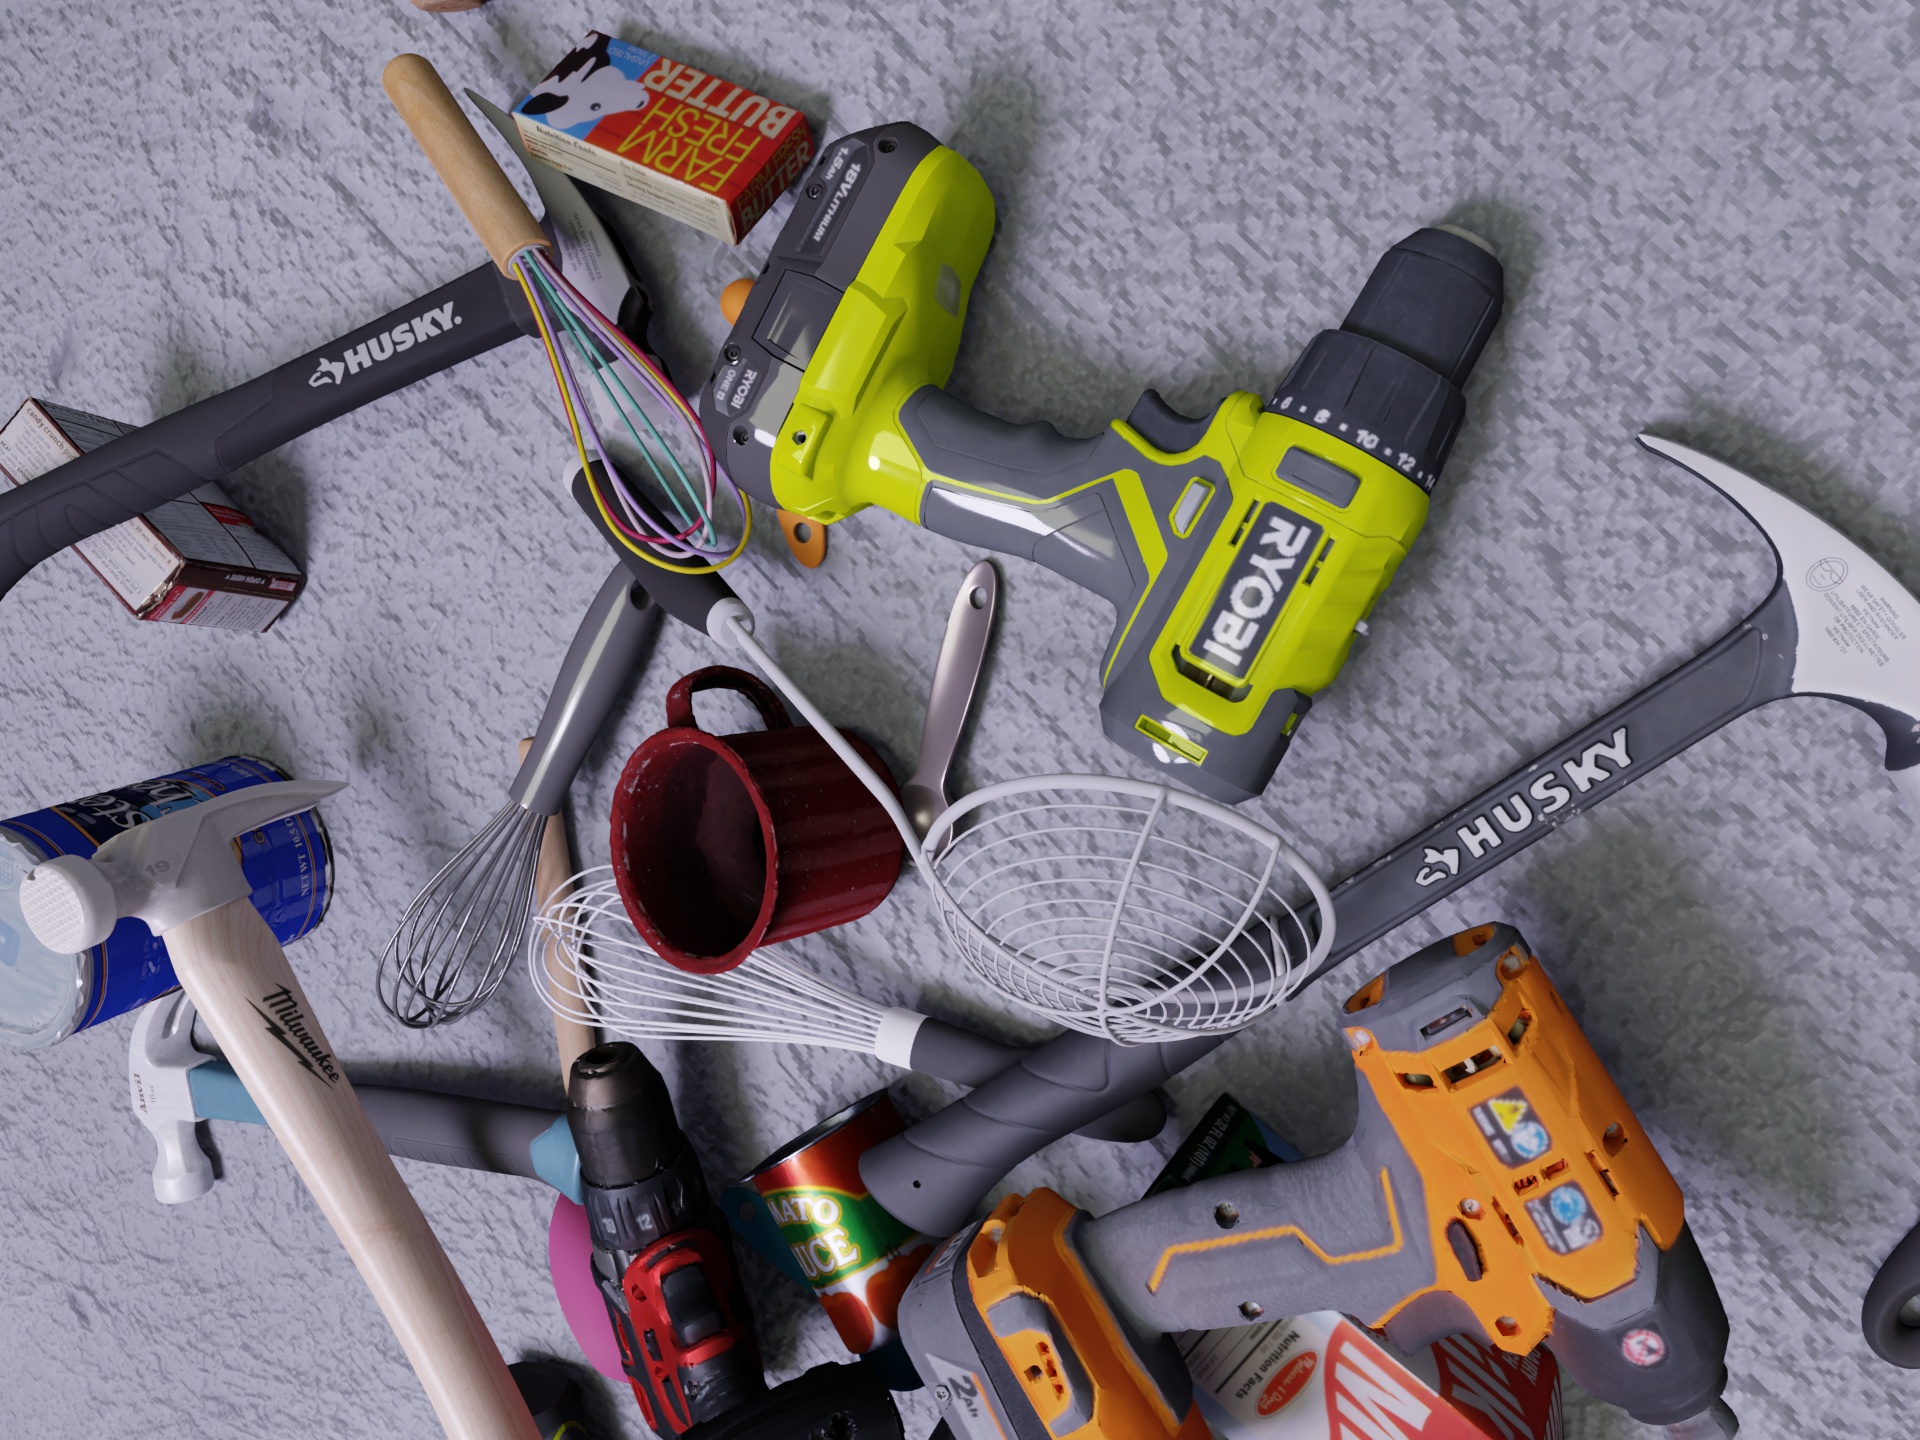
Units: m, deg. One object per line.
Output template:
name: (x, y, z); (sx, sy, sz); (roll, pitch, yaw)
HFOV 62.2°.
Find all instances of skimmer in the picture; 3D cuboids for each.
skimmer: (-0.027, -0.017, 0.570); (0.364, 0.090, 0.127); (44, 161, 35)

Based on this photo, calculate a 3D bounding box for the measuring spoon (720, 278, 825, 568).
measuring spoon: (-0.074, -0.117, 0.628); (0.021, 0.011, 0.117); (-11, 97, 27)

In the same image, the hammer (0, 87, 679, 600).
hammer: (-0.288, -0.131, 0.653); (0.335, 0.035, 0.146); (-22, 85, 8)

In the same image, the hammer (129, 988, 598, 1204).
hammer: (-0.300, 0.196, 0.787); (0.331, 0.033, 0.128); (-1, 101, 30)

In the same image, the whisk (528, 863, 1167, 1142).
whisk: (-0.053, 0.119, 0.652); (0.285, 0.070, 0.070); (14, 108, 17)

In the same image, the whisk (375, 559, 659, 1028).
whisk: (-0.185, 0.032, 0.681); (0.055, 0.055, 0.239); (31, 100, 16)

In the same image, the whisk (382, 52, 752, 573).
whisk: (-0.152, -0.153, 0.585); (0.047, 0.051, 0.245); (-34, 77, 0)

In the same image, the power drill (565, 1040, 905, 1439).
power drill: (-0.097, 0.243, 0.624); (0.227, 0.080, 0.187); (26, 131, 61)

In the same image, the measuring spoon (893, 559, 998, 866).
measuring spoon: (-0.001, -0.002, 0.621); (0.034, 0.018, 0.124); (23, 105, 35)

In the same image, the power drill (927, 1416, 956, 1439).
power drill: (0.088, 0.354, 0.611); (0.226, 0.084, 0.185); (26, 137, 20)

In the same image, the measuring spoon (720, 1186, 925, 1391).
measuring spoon: (-0.056, 0.246, 0.702); (0.129, 0.021, 0.042); (30, 79, 26)

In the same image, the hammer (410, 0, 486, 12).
hammer: (-0.227, -0.440, 0.582); (0.031, 0.130, 0.331); (0, 110, 21)

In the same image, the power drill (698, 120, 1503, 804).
power drill: (0.046, -0.106, 0.530); (0.228, 0.080, 0.190); (30, 97, 15)

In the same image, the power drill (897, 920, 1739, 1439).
power drill: (0.113, 0.186, 0.495); (0.226, 0.084, 0.164); (-33, 84, 15)

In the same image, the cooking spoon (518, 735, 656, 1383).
cooking spoon: (-0.176, 0.163, 0.738); (0.069, 0.017, 0.319); (1, 103, 30)

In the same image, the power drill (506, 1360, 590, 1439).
power drill: (-0.140, 0.415, 0.750); (0.223, 0.080, 0.171); (5, 104, 28)

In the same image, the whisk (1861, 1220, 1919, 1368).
whisk: (0.343, 0.082, 0.453); (0.073, 0.073, 0.295); (27, 119, 18)

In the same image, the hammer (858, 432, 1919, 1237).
hammer: (0.122, 0.067, 0.542); (0.409, 0.036, 0.149); (-37, 83, 21)

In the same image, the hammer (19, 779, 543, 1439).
hammer: (-0.239, 0.221, 0.687); (0.038, 0.146, 0.410); (-25, 93, 29)
